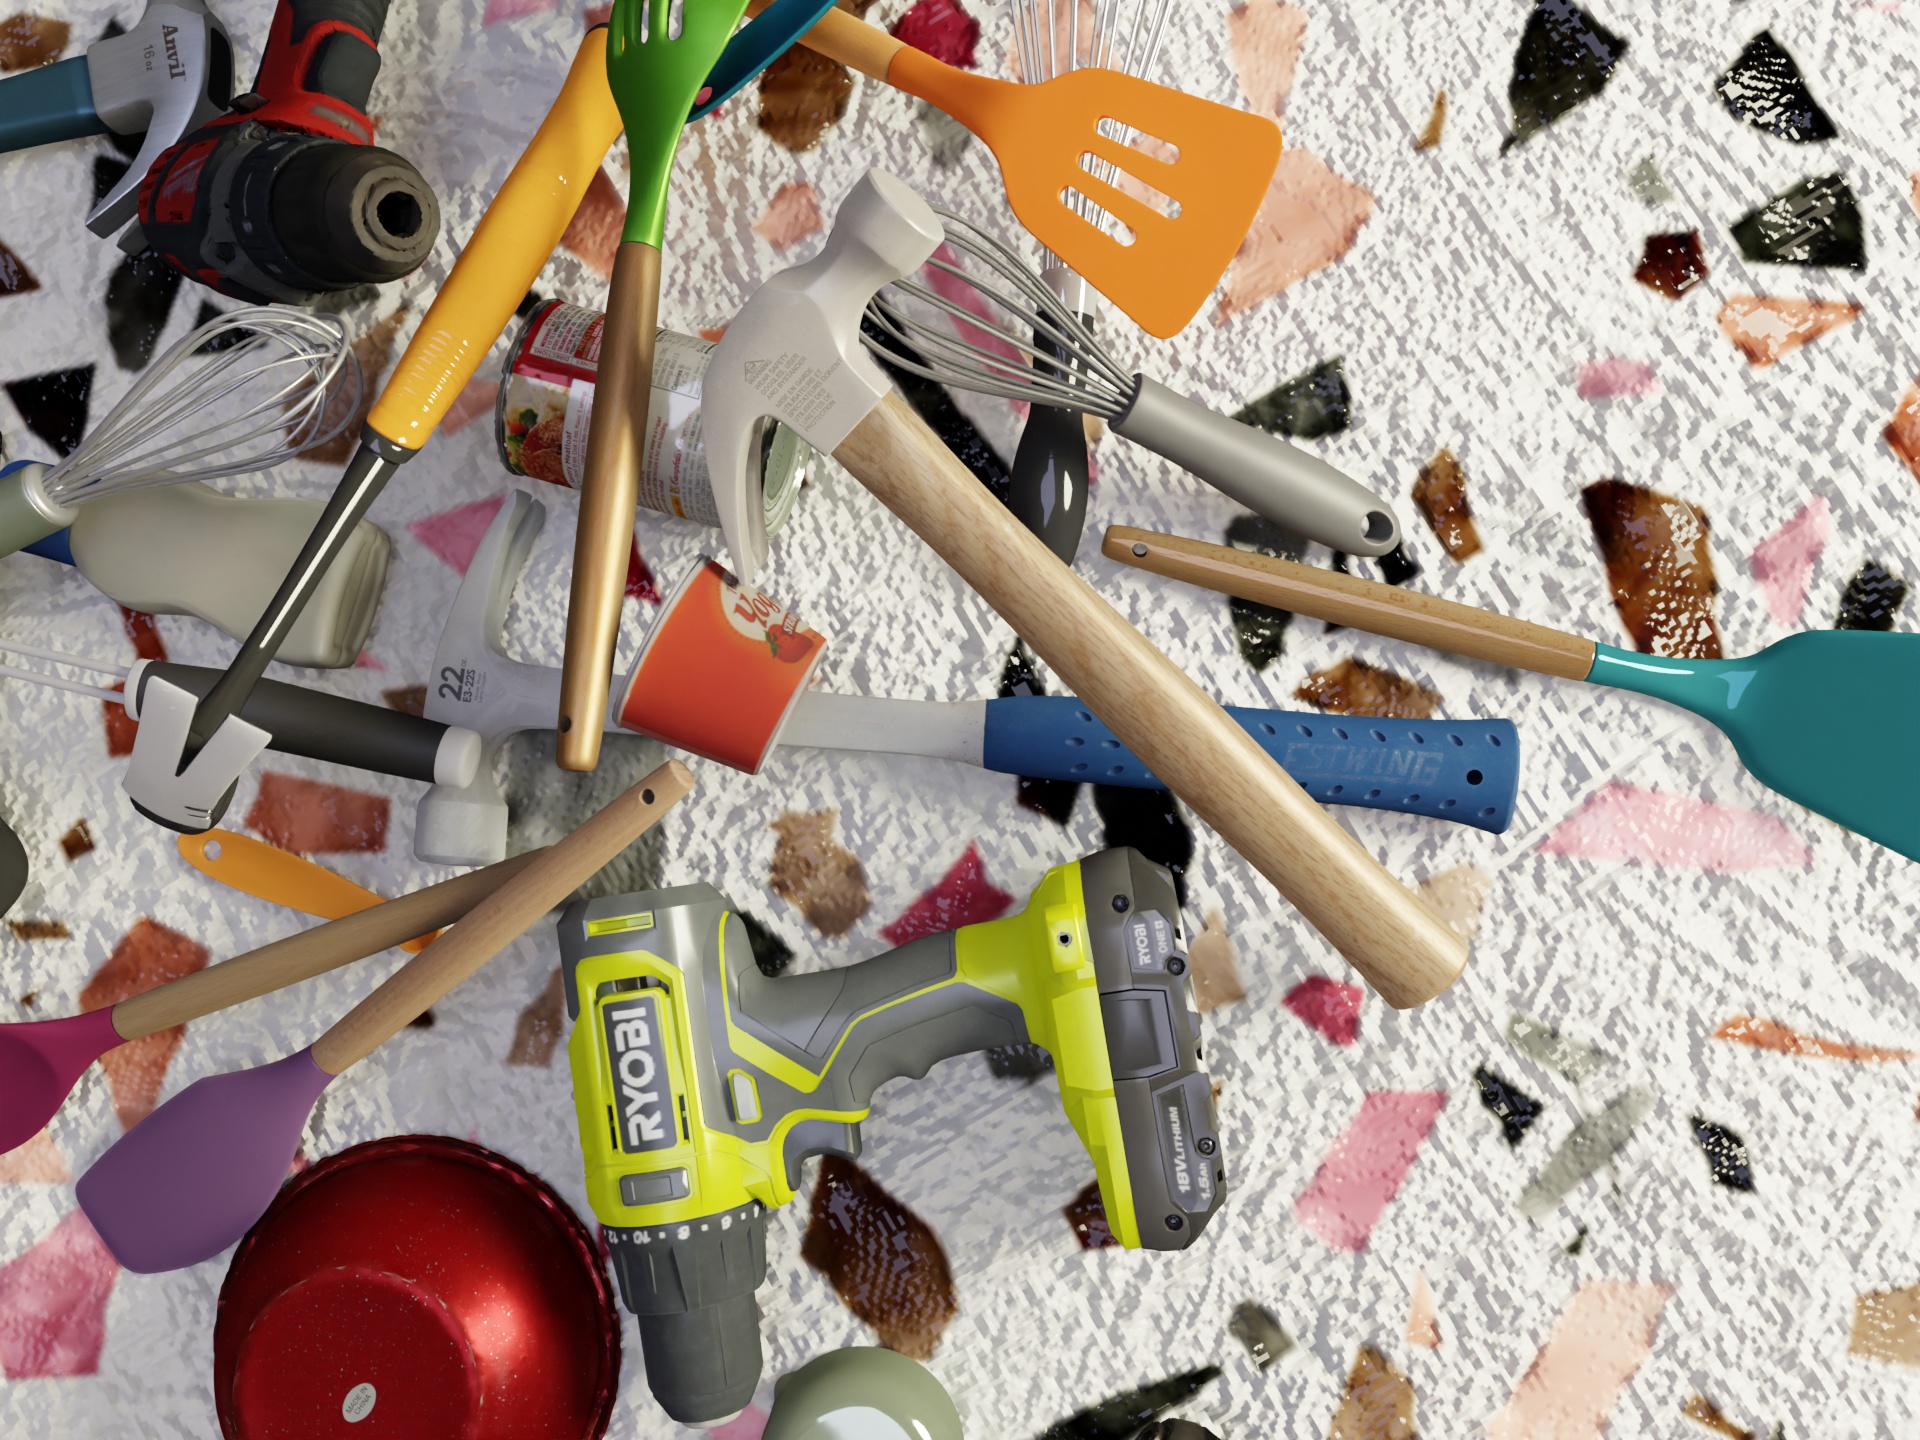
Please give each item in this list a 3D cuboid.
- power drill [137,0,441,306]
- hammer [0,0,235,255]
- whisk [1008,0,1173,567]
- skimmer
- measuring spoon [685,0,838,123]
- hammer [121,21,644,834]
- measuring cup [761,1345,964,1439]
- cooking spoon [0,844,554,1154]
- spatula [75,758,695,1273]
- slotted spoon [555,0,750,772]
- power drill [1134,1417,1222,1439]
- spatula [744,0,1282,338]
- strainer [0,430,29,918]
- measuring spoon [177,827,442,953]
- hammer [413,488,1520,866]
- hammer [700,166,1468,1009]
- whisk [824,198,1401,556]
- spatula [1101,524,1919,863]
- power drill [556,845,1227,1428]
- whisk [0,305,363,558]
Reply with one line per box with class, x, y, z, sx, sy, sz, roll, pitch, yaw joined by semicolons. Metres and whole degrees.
power drill;-0.208;-0.254;0.567;0.188;0.080;0.227;19;87;46
hammer;-0.455;-0.229;0.645;0.331;0.033;0.128;-12;85;3
whisk;0.043;-0.192;0.599;0.070;0.070;0.284;6;92;4
skimmer;-0.357;-0.011;0.546;0.363;0.090;0.127;13;116;-2
measuring spoon;-0.050;-0.250;0.567;0.128;0.021;0.042;-31;65;19
hammer;-0.182;-0.120;0.546;0.034;0.127;0.337;30;64;-20
measuring cup;-0.064;0.309;0.579;0.083;0.038;0.167;37;87;5
cooking spoon;-0.293;0.106;0.601;0.319;0.017;0.068;-20;117;8
spatula;-0.214;0.112;0.585;0.316;0.018;0.060;-38;87;15
slotted spoon;-0.112;-0.138;0.547;0.070;0.031;0.314;-1;79;36
power drill;0.080;0.376;0.548;0.185;0.084;0.226;41;86;6
spatula;-0.036;-0.248;0.590;0.323;0.041;0.081;34;106;21
strainer;-0.390;-0.009;0.623;0.087;0.050;0.258;-12;77;47
measuring spoon;-0.255;0.065;0.625;0.117;0.011;0.021;19;88;9
hammer;-0.001;-0.002;0.597;0.405;0.035;0.144;4;87;4
hammer;0.047;-0.018;0.537;0.331;0.031;0.130;44;116;-9
whisk;0.061;-0.115;0.565;0.238;0.055;0.055;24;88;-18
spatula;0.206;-0.028;0.580;0.317;0.044;0.082;14;103;6
power drill;-0.025;0.143;0.570;0.228;0.080;0.190;-10;85;6
whisk;-0.326;-0.087;0.581;0.246;0.057;0.059;-22;50;10
